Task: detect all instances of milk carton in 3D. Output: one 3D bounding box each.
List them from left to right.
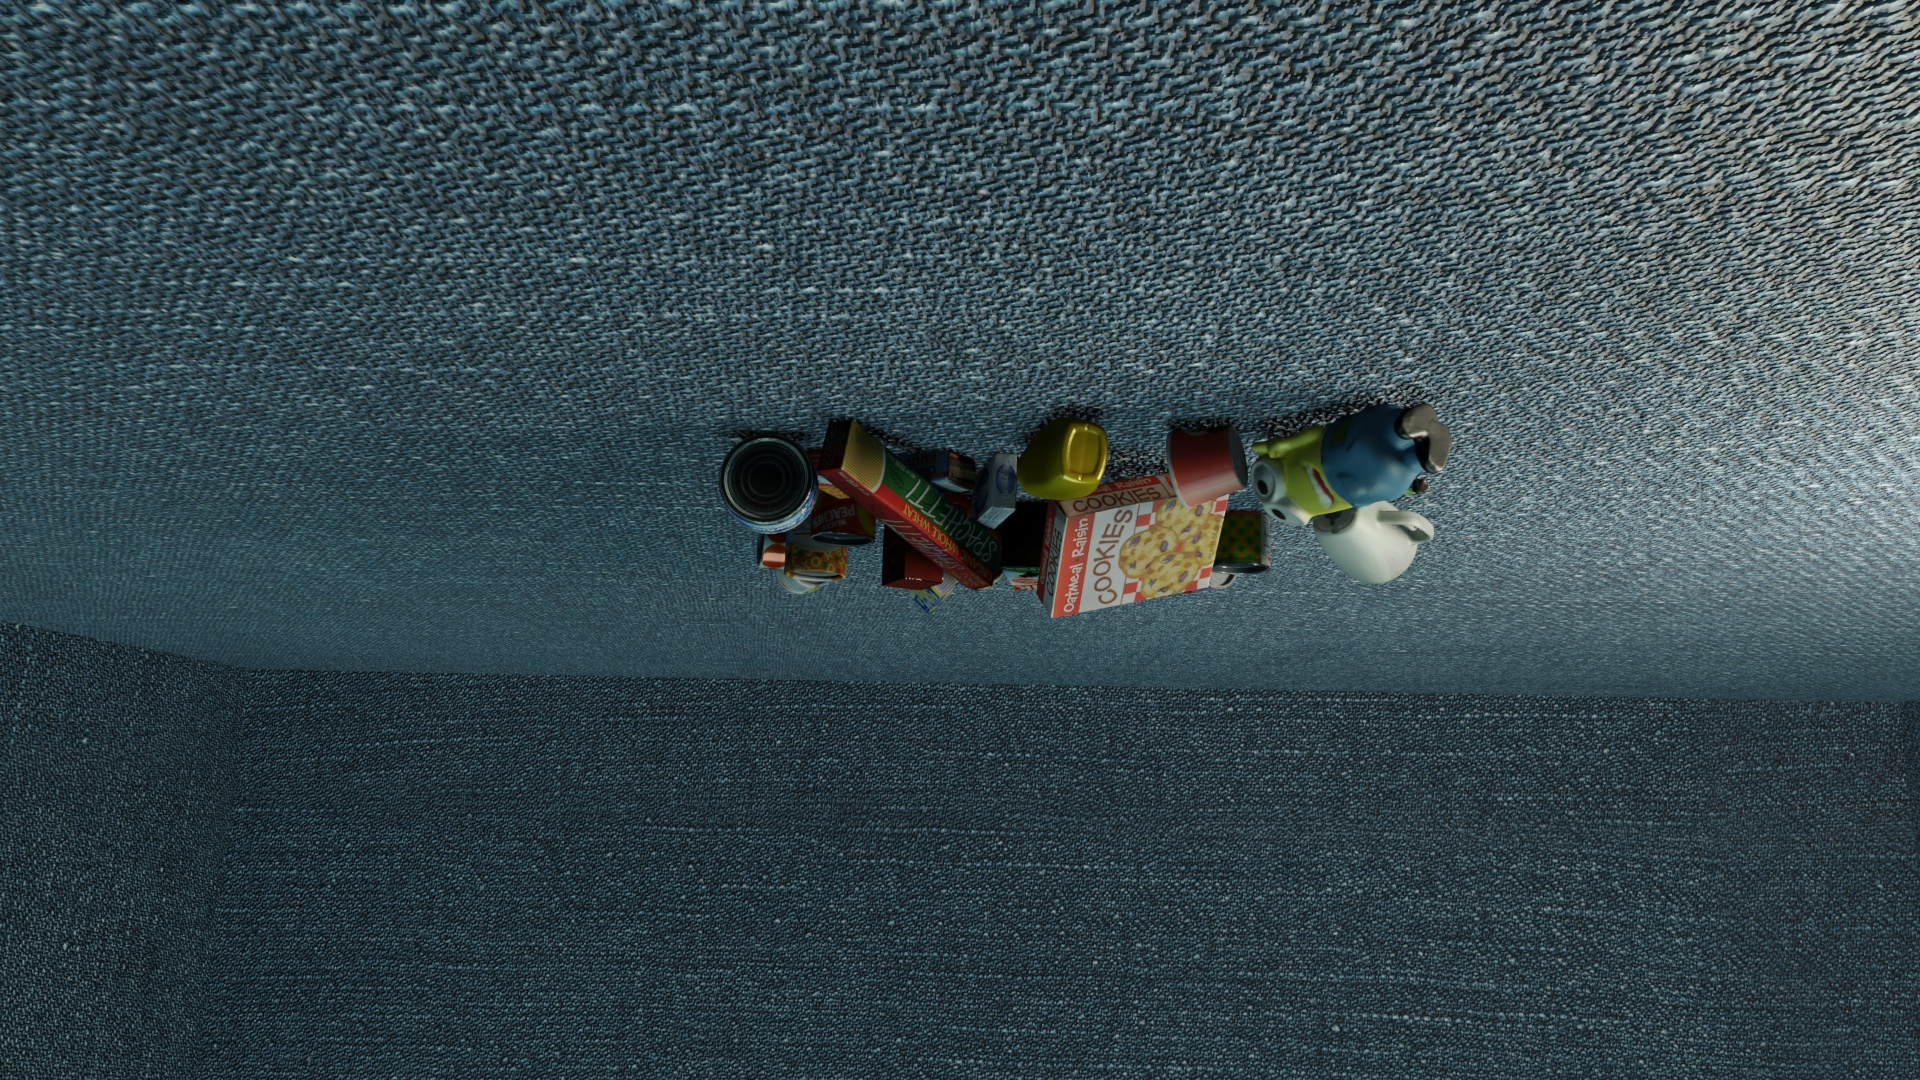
[{"bbox_3d":[0.090,0.012,1.533,0.072,0.073,0.190,0,169,8],"label":"milk carton"}]

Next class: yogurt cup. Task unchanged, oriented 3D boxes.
[{"bbox_3d":[0.208,-0.065,1.166,0.054,0.072,0.072,-13,163,23],"label":"yogurt cup"}]

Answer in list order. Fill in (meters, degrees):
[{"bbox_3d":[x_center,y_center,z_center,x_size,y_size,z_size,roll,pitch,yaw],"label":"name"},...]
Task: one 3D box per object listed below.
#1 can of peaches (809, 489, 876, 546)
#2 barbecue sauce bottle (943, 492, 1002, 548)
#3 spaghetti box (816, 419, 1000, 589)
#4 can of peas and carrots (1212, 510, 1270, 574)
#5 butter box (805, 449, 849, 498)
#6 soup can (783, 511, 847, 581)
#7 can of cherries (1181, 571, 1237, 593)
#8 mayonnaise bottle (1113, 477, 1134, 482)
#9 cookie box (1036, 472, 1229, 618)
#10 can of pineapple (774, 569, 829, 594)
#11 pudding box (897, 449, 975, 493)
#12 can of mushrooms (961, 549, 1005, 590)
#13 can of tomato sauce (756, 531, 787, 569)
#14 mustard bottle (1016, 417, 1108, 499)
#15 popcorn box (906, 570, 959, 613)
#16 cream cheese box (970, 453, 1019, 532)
[{"bbox_3d":[-0.118,-0.029,1.399,0.071,0.058,0.071,2,168,1],"label":"can of peaches"},{"bbox_3d":[0.005,-0.018,1.469,0.065,0.044,0.148,0,168,10],"label":"barbecue sauce bottle"},{"bbox_3d":[-0.040,-0.027,1.260,0.028,0.050,0.249,-6,151,34],"label":"spaghetti box"},{"bbox_3d":[0.298,0.003,1.497,0.071,0.059,0.071,2,168,1],"label":"can of peas and carrots"},{"bbox_3d":[-0.115,-0.063,1.315,0.053,0.024,0.103,-3,167,23],"label":"butter box"},{"bbox_3d":[-0.150,-0.004,1.458,0.071,0.084,0.071,2,168,0],"label":"soup can"},{"bbox_3d":[0.278,0.026,1.597,0.071,0.071,0.058,10,166,-34],"label":"can of cherries"},{"bbox_3d":[0.179,-0.022,1.390,0.041,0.064,0.148,17,179,22],"label":"mayonnaise bottle"},{"bbox_3d":[0.158,0.001,1.291,0.168,0.040,0.122,-10,131,-18],"label":"cookie box"},{"bbox_3d":[-0.184,0.027,1.670,0.071,0.071,0.057,6,167,-22],"label":"can of pineapple"},{"bbox_3d":[-0.033,-0.061,1.295,0.083,0.030,0.049,-6,167,32],"label":"pudding box"},{"bbox_3d":[0.025,0.023,1.616,0.071,0.071,0.033,2,167,0],"label":"can of mushrooms"},{"bbox_3d":[-0.179,0.000,1.531,0.083,0.071,0.071,5,168,-15],"label":"can of tomato sauce"},{"bbox_3d":[0.080,-0.065,1.192,0.049,0.065,0.160,10,174,-13],"label":"mustard bottle"},{"bbox_3d":[-0.046,0.036,1.640,0.038,0.085,0.126,-42,177,-13],"label":"popcorn box"},{"bbox_3d":[0.032,-0.044,1.312,0.024,0.053,0.103,6,168,-10],"label":"cream cheese box"}]
